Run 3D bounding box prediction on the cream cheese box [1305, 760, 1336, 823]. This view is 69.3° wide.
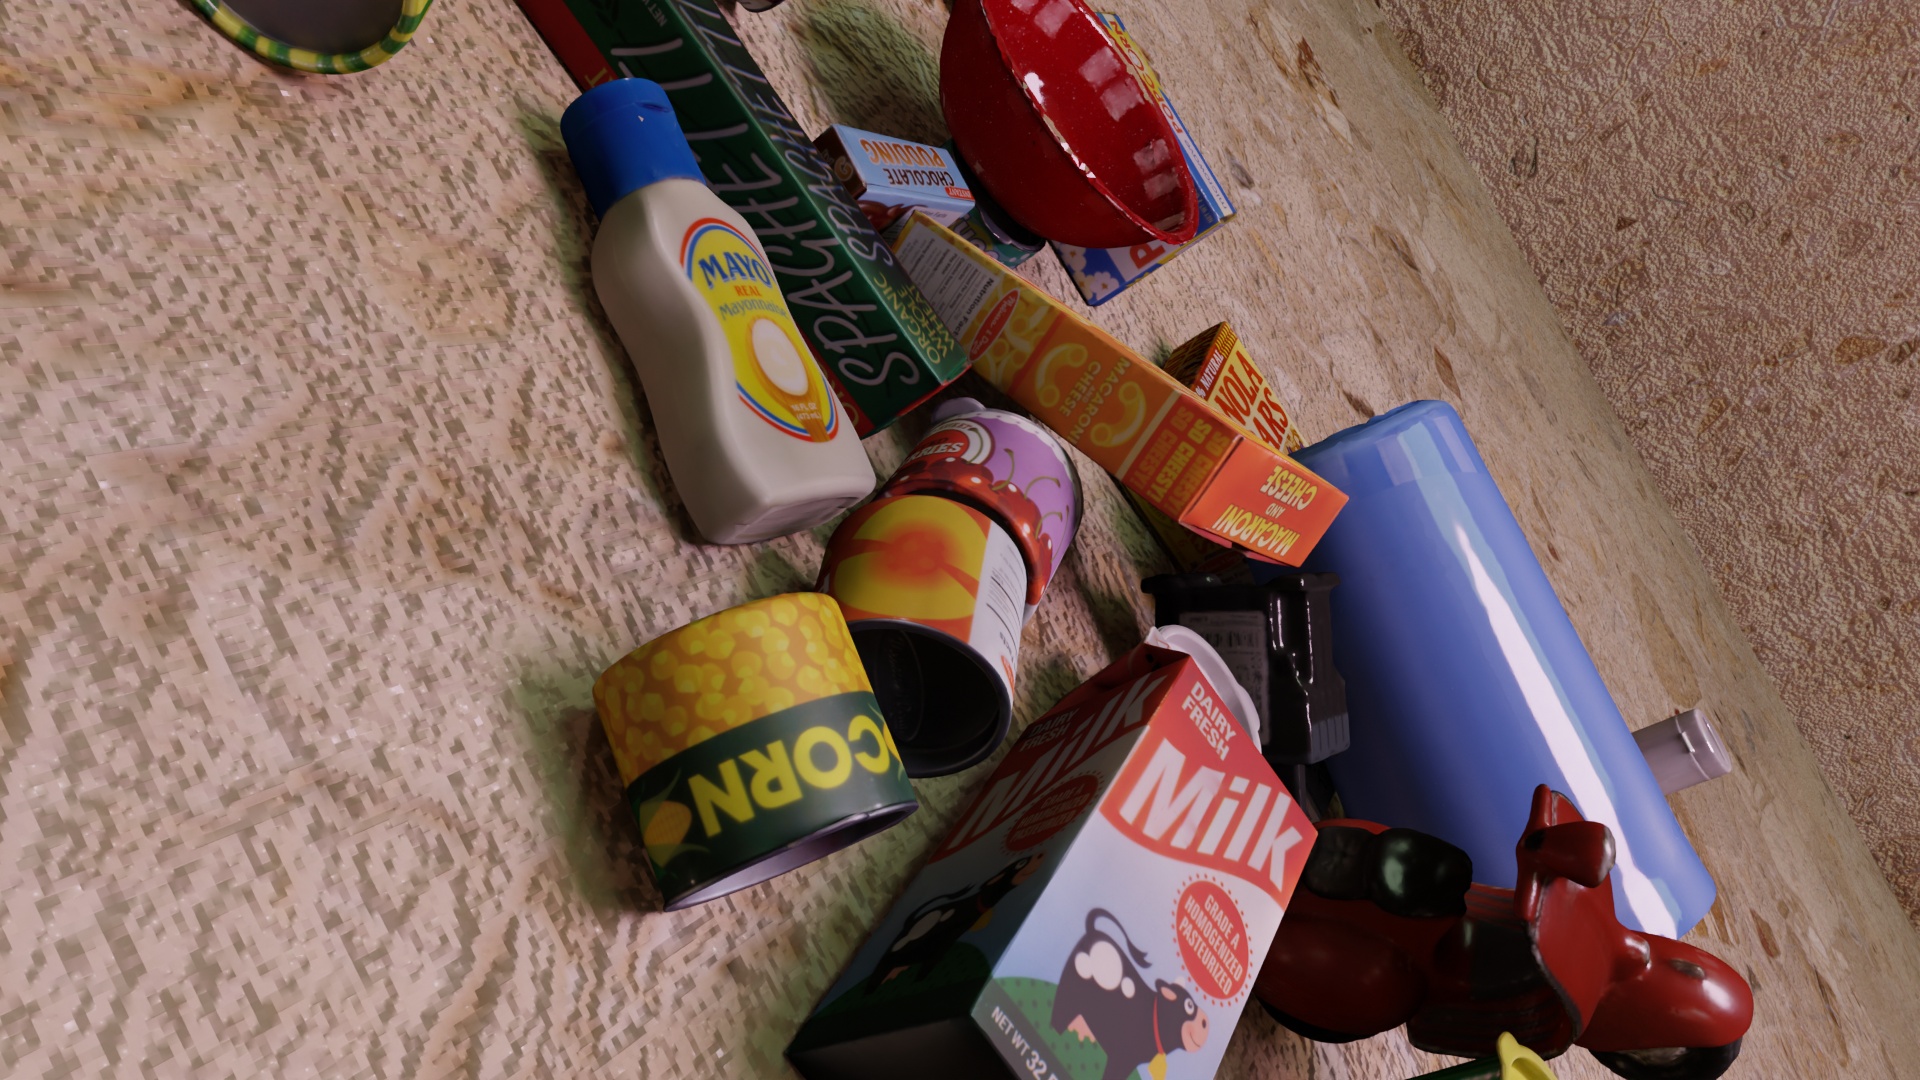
[{"bbox_3d":[0.138,0.079,0.640,0.104,0.024,0.053,59,29,0],"label":"cream cheese box"}]

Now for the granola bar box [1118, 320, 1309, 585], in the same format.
[{"bbox_3d":[0.144,-0.032,0.730,0.124,0.039,0.166,54,31,-11],"label":"granola bar box"}]

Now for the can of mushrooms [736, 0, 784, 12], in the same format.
[{"bbox_3d":[-0.080,-0.256,0.568,0.033,0.071,0.071,25,45,-42],"label":"can of mushrooms"}]

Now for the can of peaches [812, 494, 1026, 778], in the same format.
[{"bbox_3d":[-0.017,0.028,0.420,0.071,0.071,0.058,44,34,-25],"label":"can of peaches"}]

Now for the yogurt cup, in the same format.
[{"bbox_3d":[0.071,0.072,0.519,0.072,0.053,0.073,36,38,-34],"label":"yogurt cup"}]

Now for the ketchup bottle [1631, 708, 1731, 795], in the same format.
[{"bbox_3d":[0.339,0.137,0.762,0.043,0.148,0.065,18,50,-47],"label":"ketchup bottle"}]

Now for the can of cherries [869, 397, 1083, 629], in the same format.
[{"bbox_3d":[0.002,-0.006,0.474,0.071,0.071,0.059,52,32,-12],"label":"can of cherries"}]

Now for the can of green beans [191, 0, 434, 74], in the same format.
[{"bbox_3d":[-0.167,-0.167,0.367,0.071,0.071,0.058,38,37,-32],"label":"can of green beans"}]

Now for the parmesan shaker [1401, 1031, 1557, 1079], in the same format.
[{"bbox_3d":[0.149,0.212,0.463,0.071,0.102,0.072,36,38,-35],"label":"parmesan shaker"}]

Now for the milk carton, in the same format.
[{"bbox_3d":[0.042,0.100,0.405,0.072,0.073,0.191,54,40,-8],"label":"milk carton"}]

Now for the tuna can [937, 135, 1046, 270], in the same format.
[{"bbox_3d":[0.007,-0.151,0.641,0.071,0.032,0.071,36,38,-34],"label":"tuna can"}]

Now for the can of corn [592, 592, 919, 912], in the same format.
[{"bbox_3d":[-0.050,0.051,0.344,0.071,0.071,0.058,-2,64,-56],"label":"can of corn"}]

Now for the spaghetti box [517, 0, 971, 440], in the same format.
[{"bbox_3d":[-0.089,-0.145,0.480,0.249,0.050,0.029,54,33,-10],"label":"spaghetti box"}]

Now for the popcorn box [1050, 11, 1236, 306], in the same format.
[{"bbox_3d":[0.075,-0.200,0.732,0.126,0.085,0.038,59,31,-1],"label":"popcorn box"}]

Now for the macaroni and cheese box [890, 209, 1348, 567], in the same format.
[{"bbox_3d":[0.058,-0.056,0.543,0.167,0.040,0.124,41,13,30],"label":"macaroni and cheese box"}]

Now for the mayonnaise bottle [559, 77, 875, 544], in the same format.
[{"bbox_3d":[-0.081,-0.073,0.435,0.065,0.041,0.148,-13,75,-56],"label":"mayonnaise bottle"}]

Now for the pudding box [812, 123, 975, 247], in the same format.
[{"bbox_3d":[-0.036,-0.133,0.545,0.084,0.049,0.030,-14,75,-59],"label":"pudding box"}]
